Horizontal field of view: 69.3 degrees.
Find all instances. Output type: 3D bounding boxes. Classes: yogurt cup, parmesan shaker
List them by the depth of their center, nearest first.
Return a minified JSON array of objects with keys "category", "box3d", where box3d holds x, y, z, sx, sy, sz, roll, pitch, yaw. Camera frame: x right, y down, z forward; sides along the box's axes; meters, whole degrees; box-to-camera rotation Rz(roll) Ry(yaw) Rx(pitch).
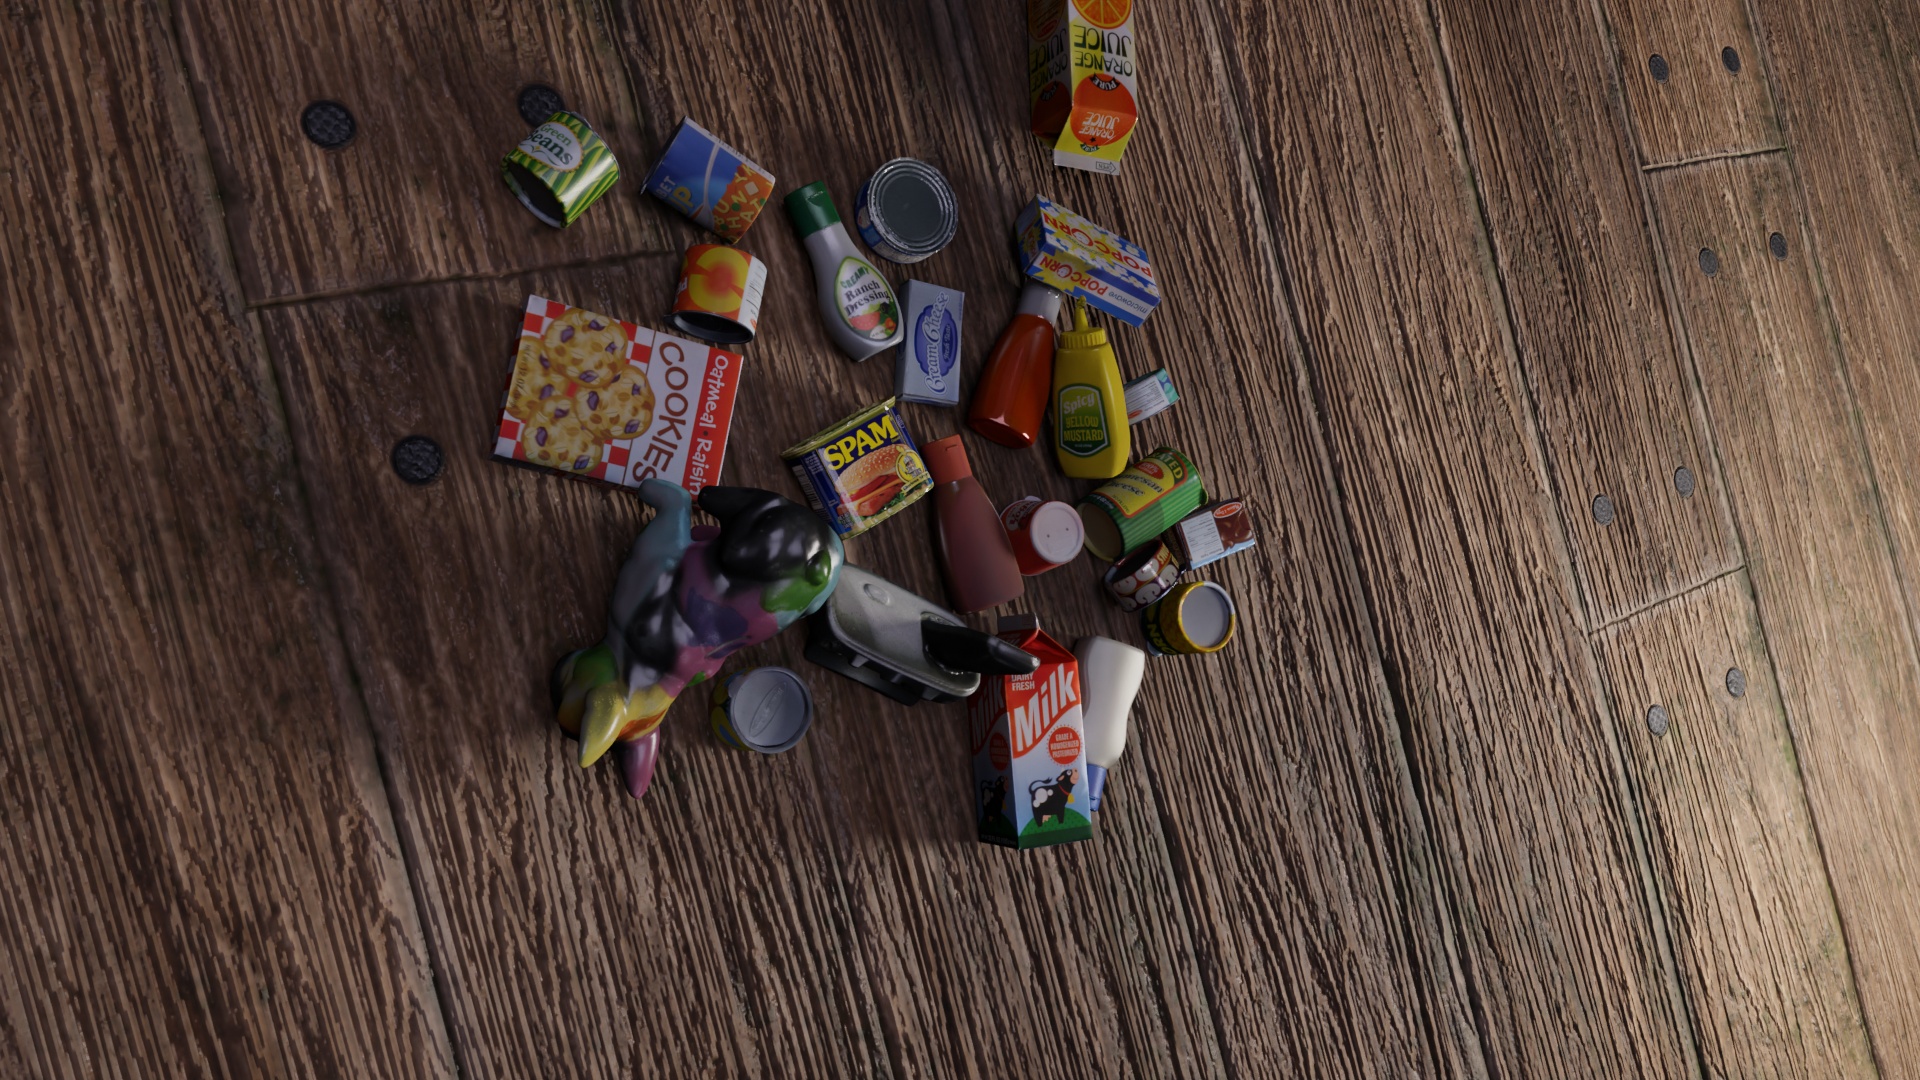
[{"category":"yogurt cup","box3d":[0.071,-0.005,1.208,0.072,0.054,0.072,3,83,-27]},{"category":"parmesan shaker","box3d":[0.162,-0.031,1.249,0.103,0.071,0.071,-32,99,-27]}]

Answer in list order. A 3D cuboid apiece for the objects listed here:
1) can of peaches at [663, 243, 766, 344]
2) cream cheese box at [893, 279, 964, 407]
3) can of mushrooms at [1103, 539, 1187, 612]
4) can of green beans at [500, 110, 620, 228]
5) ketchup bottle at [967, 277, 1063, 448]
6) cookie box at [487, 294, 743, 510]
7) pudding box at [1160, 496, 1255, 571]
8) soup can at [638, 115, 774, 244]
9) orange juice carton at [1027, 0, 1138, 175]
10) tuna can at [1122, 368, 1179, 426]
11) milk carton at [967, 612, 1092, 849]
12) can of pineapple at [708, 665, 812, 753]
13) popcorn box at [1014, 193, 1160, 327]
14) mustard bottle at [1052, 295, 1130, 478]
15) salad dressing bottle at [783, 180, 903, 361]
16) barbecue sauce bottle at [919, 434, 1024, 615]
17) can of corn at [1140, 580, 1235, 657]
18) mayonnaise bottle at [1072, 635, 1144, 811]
[{"category":"can of peaches","box3d":[-0.191,-0.193,1.088,0.071,0.071,0.058,16,77,-25]},{"category":"cream cheese box","box3d":[-0.027,-0.169,1.195,0.053,0.024,0.104,7,80,-26]},{"category":"can of mushrooms","box3d":[0.165,0.030,1.245,0.071,0.071,0.033,-44,102,-25]},{"category":"can of green beans","box3d":[-0.300,-0.278,1.041,0.071,0.071,0.058,46,67,-16]},{"category":"ketchup bottle","box3d":[0.055,-0.159,1.225,0.064,0.043,0.149,26,72,-29]},{"category":"cookie box","box3d":[-0.259,-0.102,1.055,0.167,0.040,0.123,14,80,-25]},{"category":"pudding box","box3d":[0.232,-0.005,1.307,0.084,0.030,0.049,-20,92,-28]},{"category":"soup can","box3d":[-0.200,-0.280,1.095,0.083,0.071,0.071,32,70,-21]},{"category":"orange juice carton","box3d":[0.112,-0.432,1.274,0.072,0.073,0.192,1,83,-28]},{"category":"tuna can","box3d":[0.163,-0.129,1.268,0.071,0.071,0.033,-31,98,-27]},{"category":"milk carton","box3d":[0.055,0.157,1.169,0.073,0.072,0.190,-2,84,-28]},{"category":"can of pineapple","box3d":[-0.156,0.128,1.070,0.071,0.057,0.071,4,82,-27]},{"category":"popcorn box","box3d":[0.114,-0.251,1.248,0.127,0.038,0.085,21,38,-24]},{"category":"mustard bottle","box3d":[0.111,-0.135,1.222,0.049,0.065,0.159,-36,121,-62]},{"category":"salad dressing bottle","box3d":[-0.099,-0.223,1.153,0.064,0.044,0.147,-30,97,-26]},{"category":"barbecue sauce bottle","box3d":[0.004,-0.015,1.181,0.065,0.043,0.148,-18,92,-28]},{"category":"can of corn","box3d":[0.206,0.073,1.267,0.071,0.058,0.071,4,82,-27]},{"category":"mayonnaise bottle","box3d":[0.118,0.161,1.220,0.065,0.041,0.148,20,76,-23]}]
